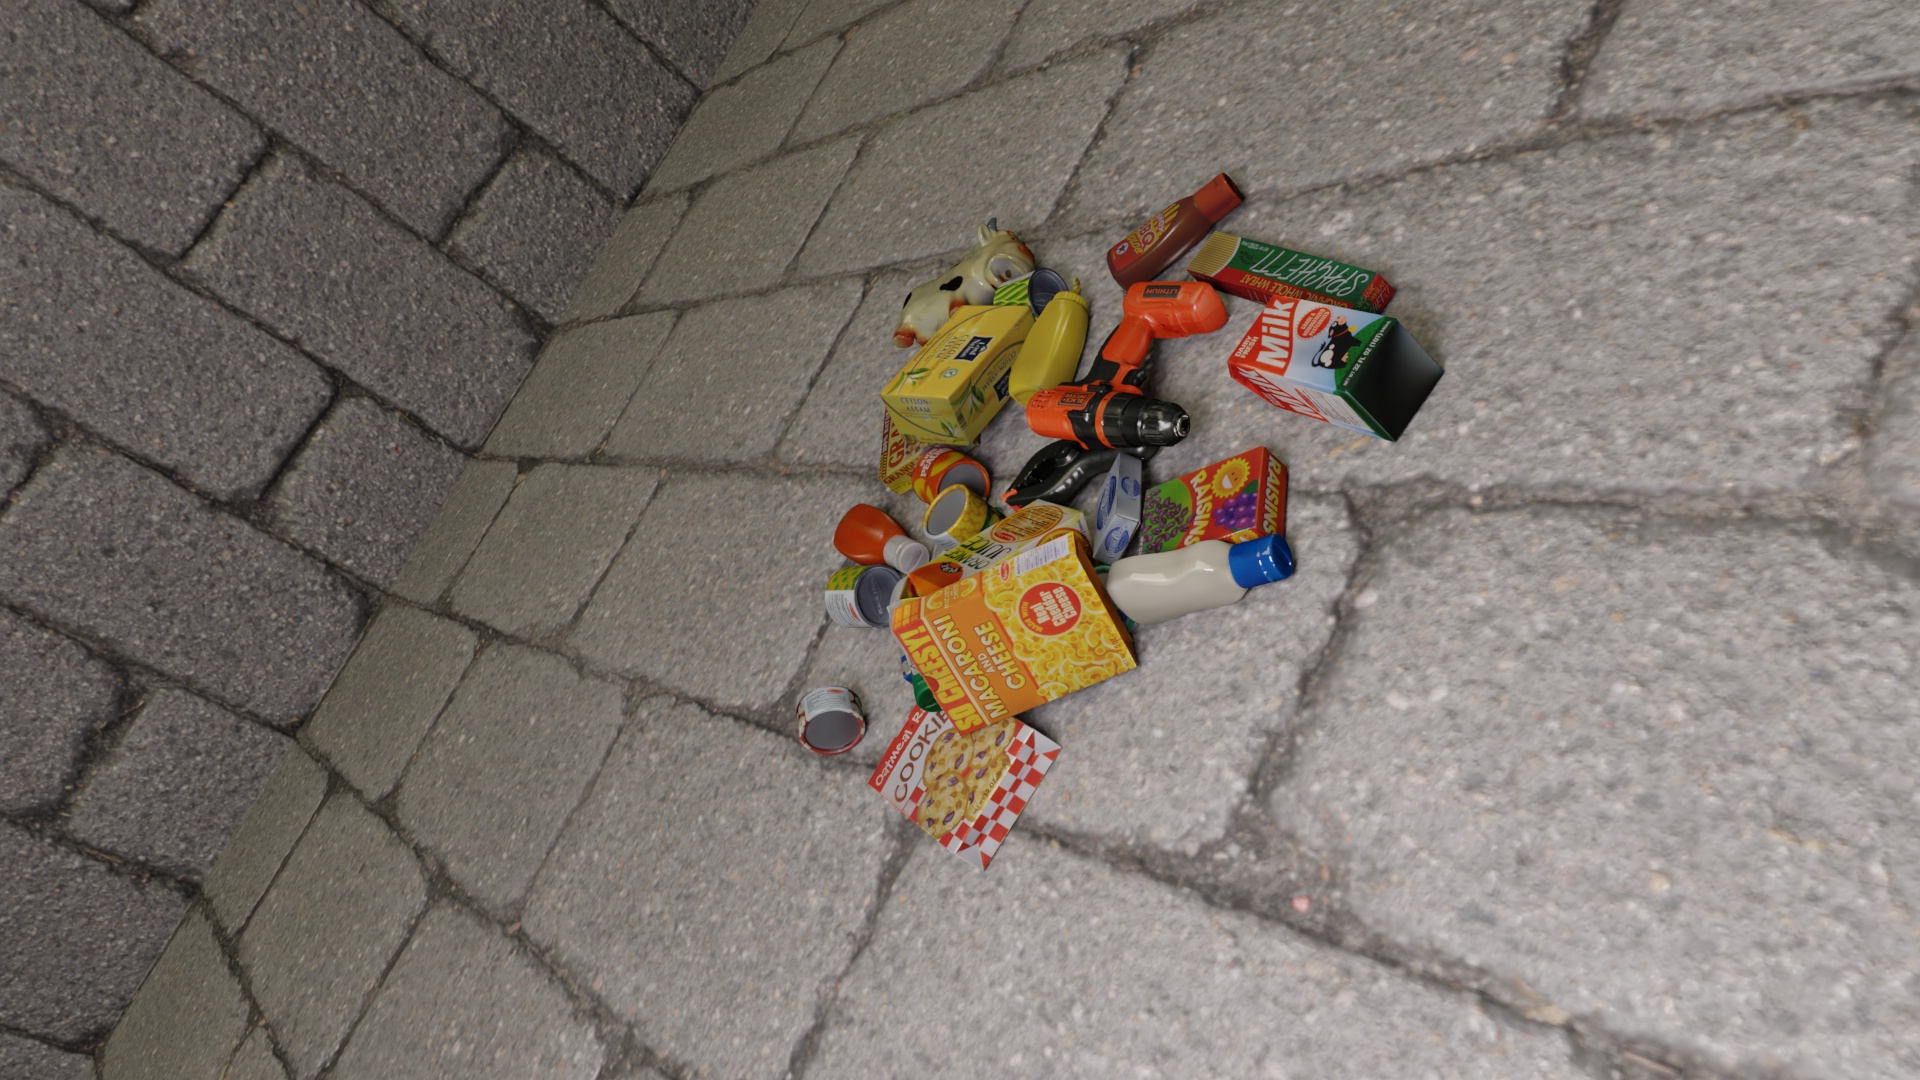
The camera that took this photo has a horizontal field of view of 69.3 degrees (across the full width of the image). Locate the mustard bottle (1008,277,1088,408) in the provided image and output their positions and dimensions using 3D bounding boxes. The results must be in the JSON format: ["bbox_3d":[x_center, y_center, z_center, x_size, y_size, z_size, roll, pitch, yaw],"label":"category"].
[{"bbox_3d":[0.103,-0.215,1.476,0.065,0.048,0.161,-4,56,48],"label":"mustard bottle"}]

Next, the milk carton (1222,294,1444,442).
[{"bbox_3d":[0.292,-0.148,1.144,0.072,0.073,0.191,-55,31,-3],"label":"milk carton"}]

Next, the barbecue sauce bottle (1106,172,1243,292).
[{"bbox_3d":[0.221,-0.319,1.431,0.148,0.043,0.065,-34,35,27],"label":"barbecue sauce bottle"}]

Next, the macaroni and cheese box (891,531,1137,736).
[{"bbox_3d":[0.045,0.080,1.152,0.166,0.123,0.040,-24,26,14],"label":"macaroni and cheese box"}]

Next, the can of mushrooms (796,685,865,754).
[{"bbox_3d":[-0.128,0.181,1.380,0.071,0.071,0.033,-42,34,18],"label":"can of mushrooms"}]

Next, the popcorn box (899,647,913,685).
[{"bbox_3d":[-0.004,0.078,1.342,0.126,0.038,0.085,-39,33,22],"label":"popcorn box"}]

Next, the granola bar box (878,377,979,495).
[{"bbox_3d":[-0.033,-0.146,1.595,0.124,0.039,0.166,-31,38,31],"label":"granola bar box"}]

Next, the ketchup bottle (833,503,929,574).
[{"bbox_3d":[-0.085,0.003,1.513,0.065,0.043,0.149,-58,32,-5],"label":"ketchup bottle"}]

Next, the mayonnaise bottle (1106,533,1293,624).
[{"bbox_3d":[0.193,0.029,1.116,0.147,0.064,0.041,-17,43,38],"label":"mayonnaise bottle"}]

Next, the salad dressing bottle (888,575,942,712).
[{"bbox_3d":[-0.032,0.094,1.283,0.064,0.044,0.148,-34,37,18],"label":"salad dressing bottle"}]

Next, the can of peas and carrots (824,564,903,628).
[{"bbox_3d":[-0.098,0.058,1.459,0.058,0.071,0.071,-5,56,51],"label":"can of peas and carrots"}]

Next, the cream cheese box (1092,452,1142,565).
[{"bbox_3d":[0.140,-0.028,1.235,0.104,0.024,0.053,-78,10,-54],"label":"cream cheese box"}]

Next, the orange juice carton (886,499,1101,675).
[{"bbox_3d":[0.025,0.042,1.227,0.193,0.071,0.073,-30,24,-22],"label":"orange juice carton"}]

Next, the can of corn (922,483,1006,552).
[{"bbox_3d":[0.005,-0.018,1.403,0.071,0.058,0.071,-33,38,30],"label":"can of corn"}]

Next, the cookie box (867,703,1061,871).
[{"bbox_3d":[-0.002,0.197,1.220,0.123,0.040,0.167,-57,32,-6],"label":"cookie box"}]

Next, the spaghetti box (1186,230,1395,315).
[{"bbox_3d":[0.295,-0.239,1.270,0.050,0.028,0.250,-53,32,2],"label":"spaghetti box"}]

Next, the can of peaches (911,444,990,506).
[{"bbox_3d":[-0.011,-0.062,1.456,0.071,0.071,0.058,-54,33,-1],"label":"can of peaches"}]

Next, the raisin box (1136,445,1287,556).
[{"bbox_3d":[0.210,-0.018,1.158,0.123,0.040,0.086,-23,42,41],"label":"raisin box"}]

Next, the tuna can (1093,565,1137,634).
[{"bbox_3d":[0.125,0.055,1.202,0.071,0.033,0.071,-33,38,30],"label":"tuna can"}]

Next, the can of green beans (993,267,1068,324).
[{"bbox_3d":[0.079,-0.262,1.538,0.057,0.071,0.071,-11,51,48],"label":"can of green beans"}]
